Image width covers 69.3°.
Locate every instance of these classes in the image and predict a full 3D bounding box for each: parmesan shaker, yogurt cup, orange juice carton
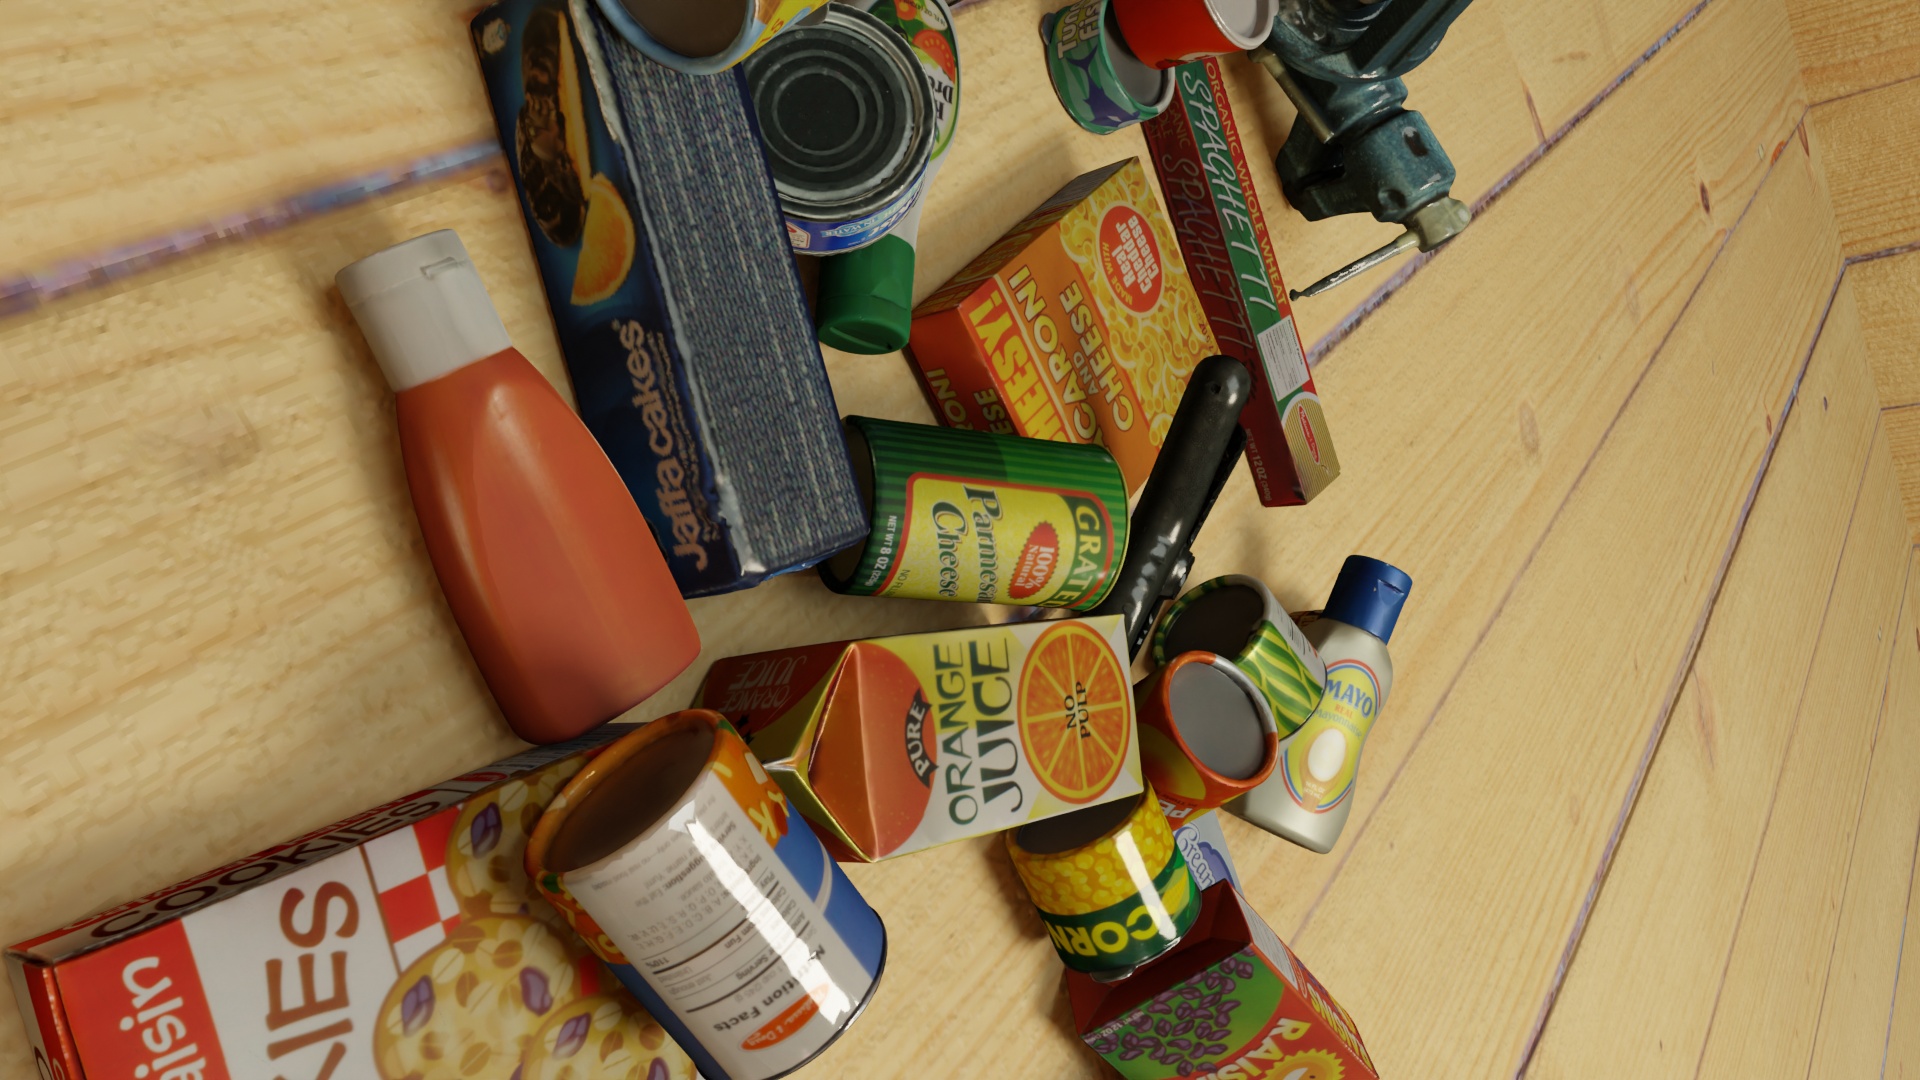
[{"bbox_3d":[0.002,-0.007,0.523,0.103,0.071,0.071,5,79,-26],"label":"parmesan shaker"},{"bbox_3d":[0.109,-0.260,0.663,0.072,0.054,0.072,11,75,-47],"label":"yogurt cup"},{"bbox_3d":[-0.020,0.070,0.500,0.193,0.071,0.073,-2,84,-48],"label":"orange juice carton"}]

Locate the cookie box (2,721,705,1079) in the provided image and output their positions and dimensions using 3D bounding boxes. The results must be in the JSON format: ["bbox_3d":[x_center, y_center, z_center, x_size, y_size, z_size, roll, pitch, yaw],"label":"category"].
[{"bbox_3d":[-0.144,0.134,0.377,0.168,0.040,0.122,-19,97,-47],"label":"cookie box"}]

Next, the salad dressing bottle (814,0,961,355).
[{"bbox_3d":[-0.032,-0.148,0.547,0.064,0.044,0.148,16,72,-39],"label":"salad dressing bottle"}]

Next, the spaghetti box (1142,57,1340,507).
[{"bbox_3d":[0.152,-0.141,0.757,0.050,0.028,0.249,-32,107,-45],"label":"spaghetti box"}]

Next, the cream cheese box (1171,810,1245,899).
[{"bbox_3d":[0.110,0.172,0.658,0.053,0.024,0.103,-33,107,-46],"label":"cream cheese box"}]

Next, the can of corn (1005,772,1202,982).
[{"bbox_3d":[0.058,0.137,0.576,0.071,0.071,0.058,-40,112,-43],"label":"can of corn"}]

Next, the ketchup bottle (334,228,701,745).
[{"bbox_3d":[-0.134,-0.017,0.414,0.065,0.043,0.148,-36,109,-45],"label":"ketchup bottle"}]

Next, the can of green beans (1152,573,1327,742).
[{"bbox_3d":[0.135,0.059,0.675,0.057,0.071,0.071,48,52,-30],"label":"can of green beans"}]

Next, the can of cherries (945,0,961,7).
[{"bbox_3d":[-0.002,-0.270,0.583,0.058,0.071,0.072,47,52,-30],"label":"can of cherries"}]

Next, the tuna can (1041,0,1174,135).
[{"bbox_3d":[0.074,-0.239,0.688,0.071,0.033,0.071,11,75,-46],"label":"tuna can"}]

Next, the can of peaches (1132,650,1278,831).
[{"bbox_3d":[0.097,0.091,0.618,0.071,0.057,0.071,20,51,-26],"label":"can of peaches"}]

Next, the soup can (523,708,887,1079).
[{"bbox_3d":[-0.071,0.098,0.389,0.083,0.071,0.072,58,47,-23],"label":"soup can"}]

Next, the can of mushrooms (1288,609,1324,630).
[{"bbox_3d":[0.201,0.069,0.768,0.071,0.033,0.071,9,77,-46],"label":"can of mushrooms"}]

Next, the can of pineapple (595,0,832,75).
[{"bbox_3d":[-0.069,-0.177,0.408,0.071,0.071,0.058,58,46,-23],"label":"can of pineapple"}]

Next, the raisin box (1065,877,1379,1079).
[{"bbox_3d":[0.116,0.213,0.609,0.123,0.086,0.040,49,14,-30],"label":"raisin box"}]

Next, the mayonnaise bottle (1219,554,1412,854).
[{"bbox_3d":[0.187,0.080,0.710,0.065,0.041,0.148,27,81,-16],"label":"mayonnaise bottle"}]

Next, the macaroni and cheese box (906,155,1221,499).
[{"bbox_3d":[0.054,-0.084,0.632,0.167,0.040,0.123,-46,117,-42],"label":"macaroni and cheese box"}]
